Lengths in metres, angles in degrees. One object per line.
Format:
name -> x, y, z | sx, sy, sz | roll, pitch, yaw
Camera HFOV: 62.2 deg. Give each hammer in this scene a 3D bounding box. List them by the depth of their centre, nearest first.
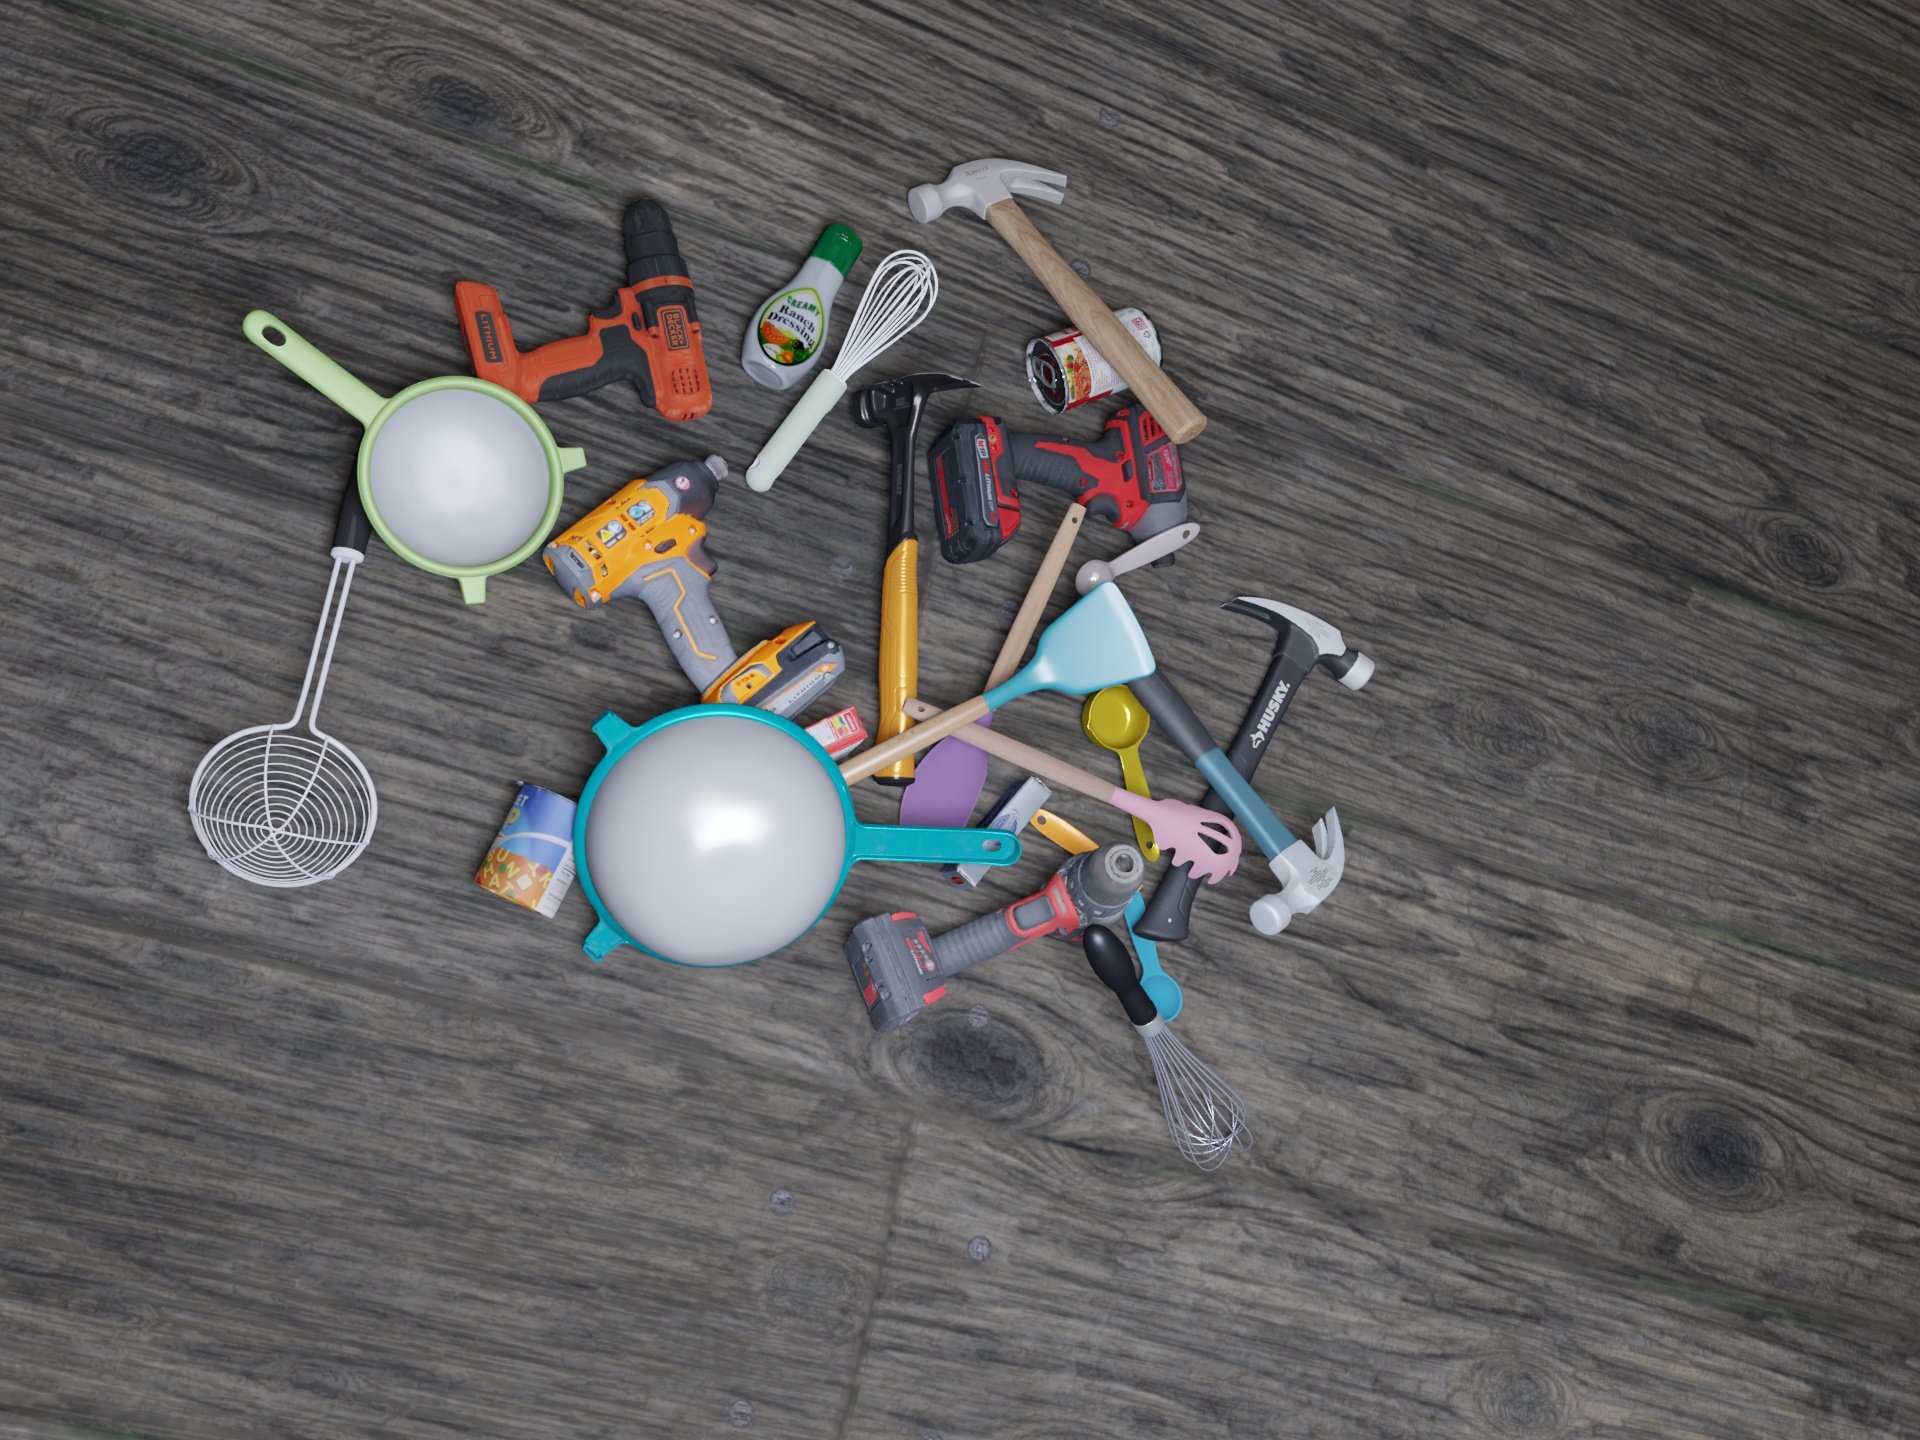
hammer -> -0.043, -0.115, 1.298 | 0.034, 0.127, 0.337 | 5, 85, -45
hammer -> 0.195, 0.019, 1.320 | 0.128, 0.033, 0.331 | -24, 69, -37
hammer -> 0.099, -0.362, 1.356 | 0.130, 0.031, 0.331 | -29, 70, -21
hammer -> 0.234, 0.045, 1.379 | 0.146, 0.035, 0.335 | 33, 71, -9

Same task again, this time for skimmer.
skimmer -> -0.477, -0.059, 1.197 | 0.127, 0.090, 0.363 | 13, 68, -17

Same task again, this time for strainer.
strainer -> -0.113, 0.102, 1.174 | 0.340, 0.095, 0.211 | 3, 105, -12
strainer -> -0.424, -0.213, 1.197 | 0.256, 0.069, 0.151 | 38, 75, -23

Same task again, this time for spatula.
spatula -> -0.002, -0.004, 1.240 | 0.317, 0.044, 0.082 | -28, 93, -12
spatula -> 0.030, -0.035, 1.311 | 0.059, 0.018, 0.316 | 25, 91, -12

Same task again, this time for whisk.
whisk -> 0.162, 0.258, 1.263 | 0.070, 0.070, 0.284 | -42, 123, -18
whisk -> -0.099, -0.290, 1.324 | 0.059, 0.058, 0.246 | 40, 83, -31

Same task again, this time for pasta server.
pasta server -> 0.096, 0.051, 1.295 | 0.316, 0.040, 0.060 | 24, 67, -10

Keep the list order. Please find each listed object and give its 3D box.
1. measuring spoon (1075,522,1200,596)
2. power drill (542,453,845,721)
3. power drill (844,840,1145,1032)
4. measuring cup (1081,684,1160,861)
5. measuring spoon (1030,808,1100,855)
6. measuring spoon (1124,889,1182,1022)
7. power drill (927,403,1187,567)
measuring spoon -> 0.154, -0.137, 1.347 | 0.124, 0.018, 0.034 | -28, 123, -13
power drill -> -0.196, -0.097, 1.260 | 0.164, 0.084, 0.226 | -42, 91, -18
power drill -> 0.033, 0.158, 1.232 | 0.226, 0.187, 0.080 | -20, 77, -15
measuring cup -> 0.143, 0.046, 1.368 | 0.062, 0.029, 0.156 | -16, 95, -19
measuring spoon -> 0.104, 0.110, 1.348 | 0.117, 0.011, 0.021 | 34, 66, -1
measuring spoon -> 0.153, 0.195, 1.351 | 0.042, 0.021, 0.129 | -9, 75, -23
power drill -> 0.092, -0.195, 1.363 | 0.219, 0.078, 0.143 | -7, 84, -20
